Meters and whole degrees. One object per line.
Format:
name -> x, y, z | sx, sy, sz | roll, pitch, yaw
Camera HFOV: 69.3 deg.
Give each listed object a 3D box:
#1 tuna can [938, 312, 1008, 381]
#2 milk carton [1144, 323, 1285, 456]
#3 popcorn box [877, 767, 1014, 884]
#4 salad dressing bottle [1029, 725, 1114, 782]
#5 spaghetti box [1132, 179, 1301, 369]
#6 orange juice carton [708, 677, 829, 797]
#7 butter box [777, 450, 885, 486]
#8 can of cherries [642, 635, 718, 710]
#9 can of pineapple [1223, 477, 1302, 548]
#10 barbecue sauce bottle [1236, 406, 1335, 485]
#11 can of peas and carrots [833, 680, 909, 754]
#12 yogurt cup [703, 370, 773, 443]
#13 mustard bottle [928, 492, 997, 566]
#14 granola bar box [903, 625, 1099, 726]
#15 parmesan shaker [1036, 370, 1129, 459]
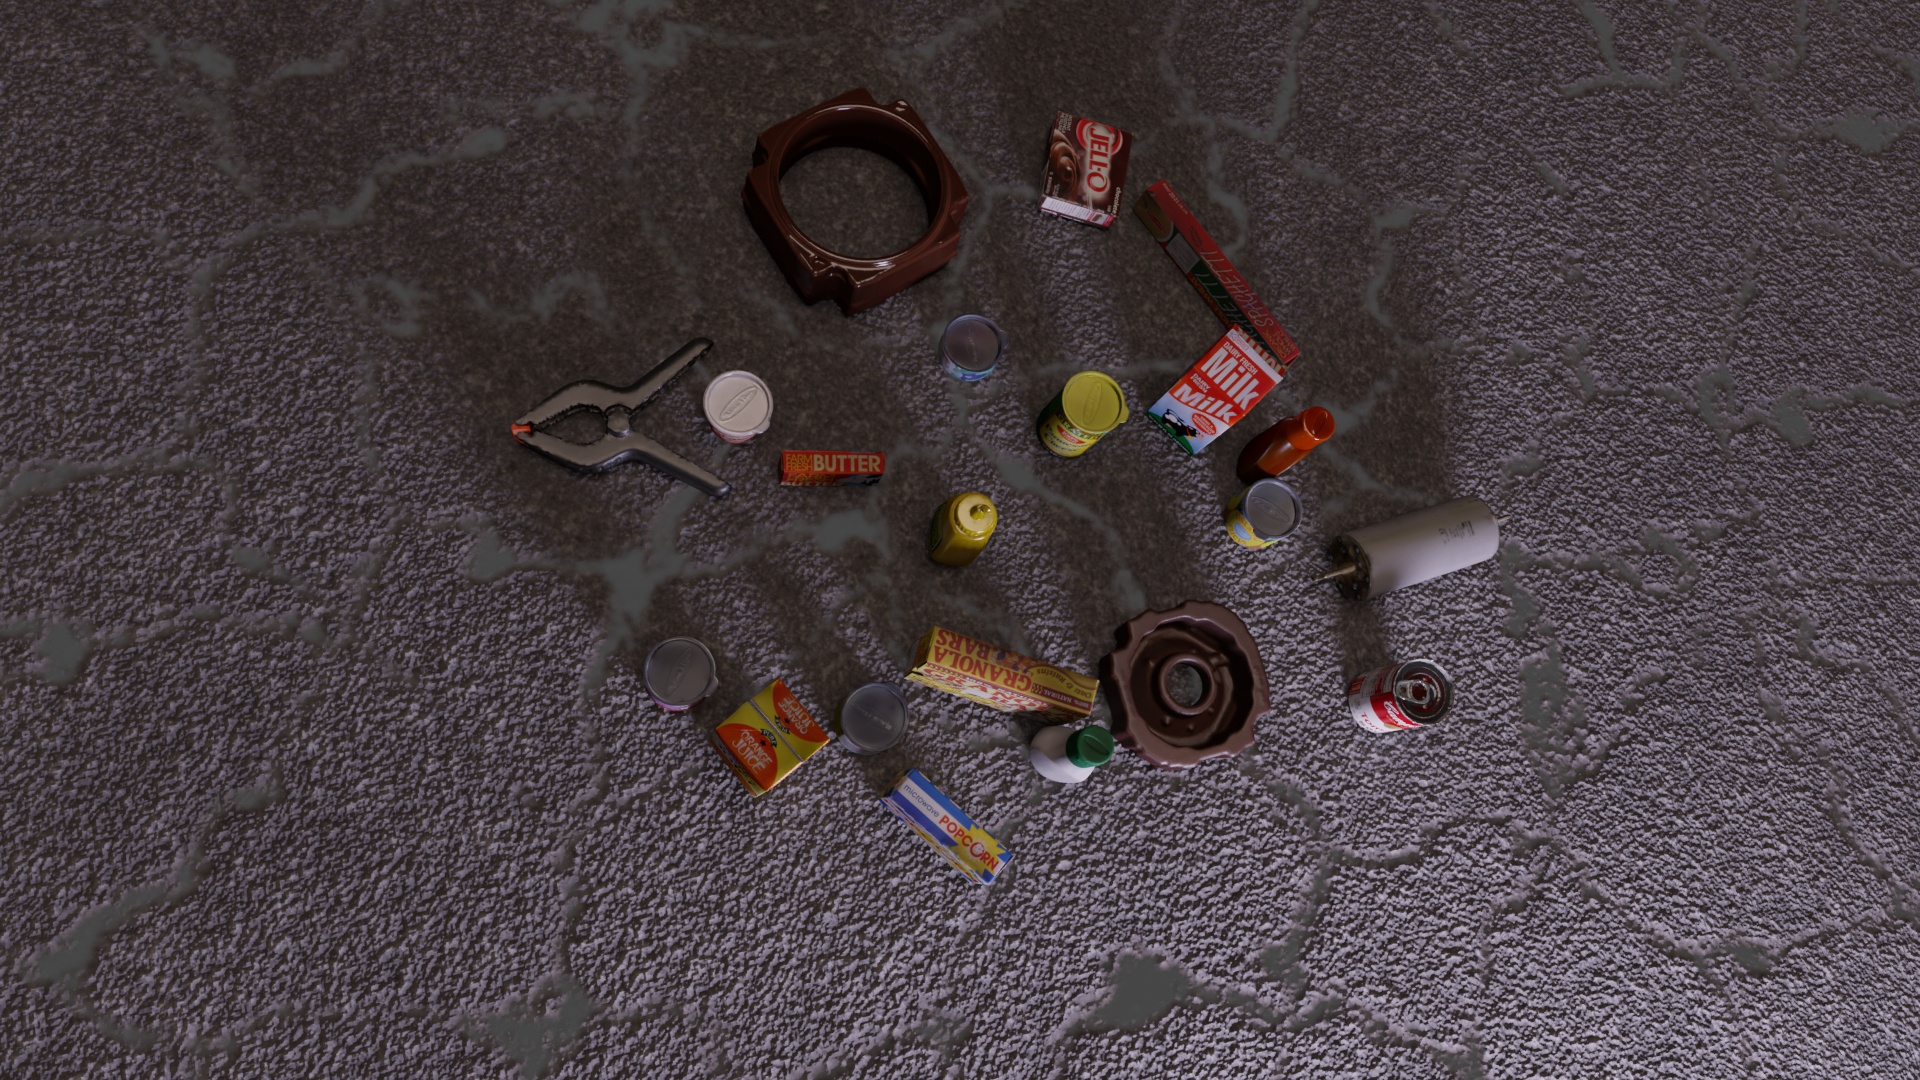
tuna can -> 0.013, -0.204, 1.467 | 0.071, 0.032, 0.071 | 3, 76, -12
milk carton -> 0.267, -0.159, 1.431 | 0.072, 0.190, 0.074 | 44, 72, 0
popcorn box -> -0.017, 0.271, 1.320 | 0.127, 0.085, 0.038 | 42, 72, -1
salad dressing bottle -> 0.108, 0.202, 1.332 | 0.064, 0.147, 0.044 | 37, 73, -2
spaghetti box -> 0.283, -0.288, 1.539 | 0.029, 0.050, 0.250 | -37, 87, -18
orange juice carton -> -0.173, 0.179, 1.250 | 0.073, 0.192, 0.072 | -39, 88, -18
butter box -> -0.130, -0.072, 1.393 | 0.104, 0.053, 0.024 | 0, 77, -13
can of cherries -> -0.264, 0.128, 1.312 | 0.071, 0.058, 0.071 | 3, 77, -12
can of pineapple -> 0.320, -0.027, 1.481 | 0.071, 0.057, 0.071 | 3, 77, -12
barbecue sauce bottle -> 0.342, -0.102, 1.456 | 0.043, 0.148, 0.065 | 33, 73, -4
can of peas and carrots -> -0.086, 0.171, 1.342 | 0.071, 0.058, 0.071 | 3, 77, -12
yogurt cup -> -0.223, -0.130, 1.385 | 0.072, 0.053, 0.072 | 3, 77, -12
mustard bottle -> 0.005, -0.017, 1.354 | 0.049, 0.160, 0.065 | 9, 76, -11
granola bar box -> 0.036, 0.135, 1.344 | 0.165, 0.124, 0.039 | 19, 74, -8
parmesan shaker -> 0.125, -0.127, 1.437 | 0.071, 0.103, 0.071 | 3, 77, -12
